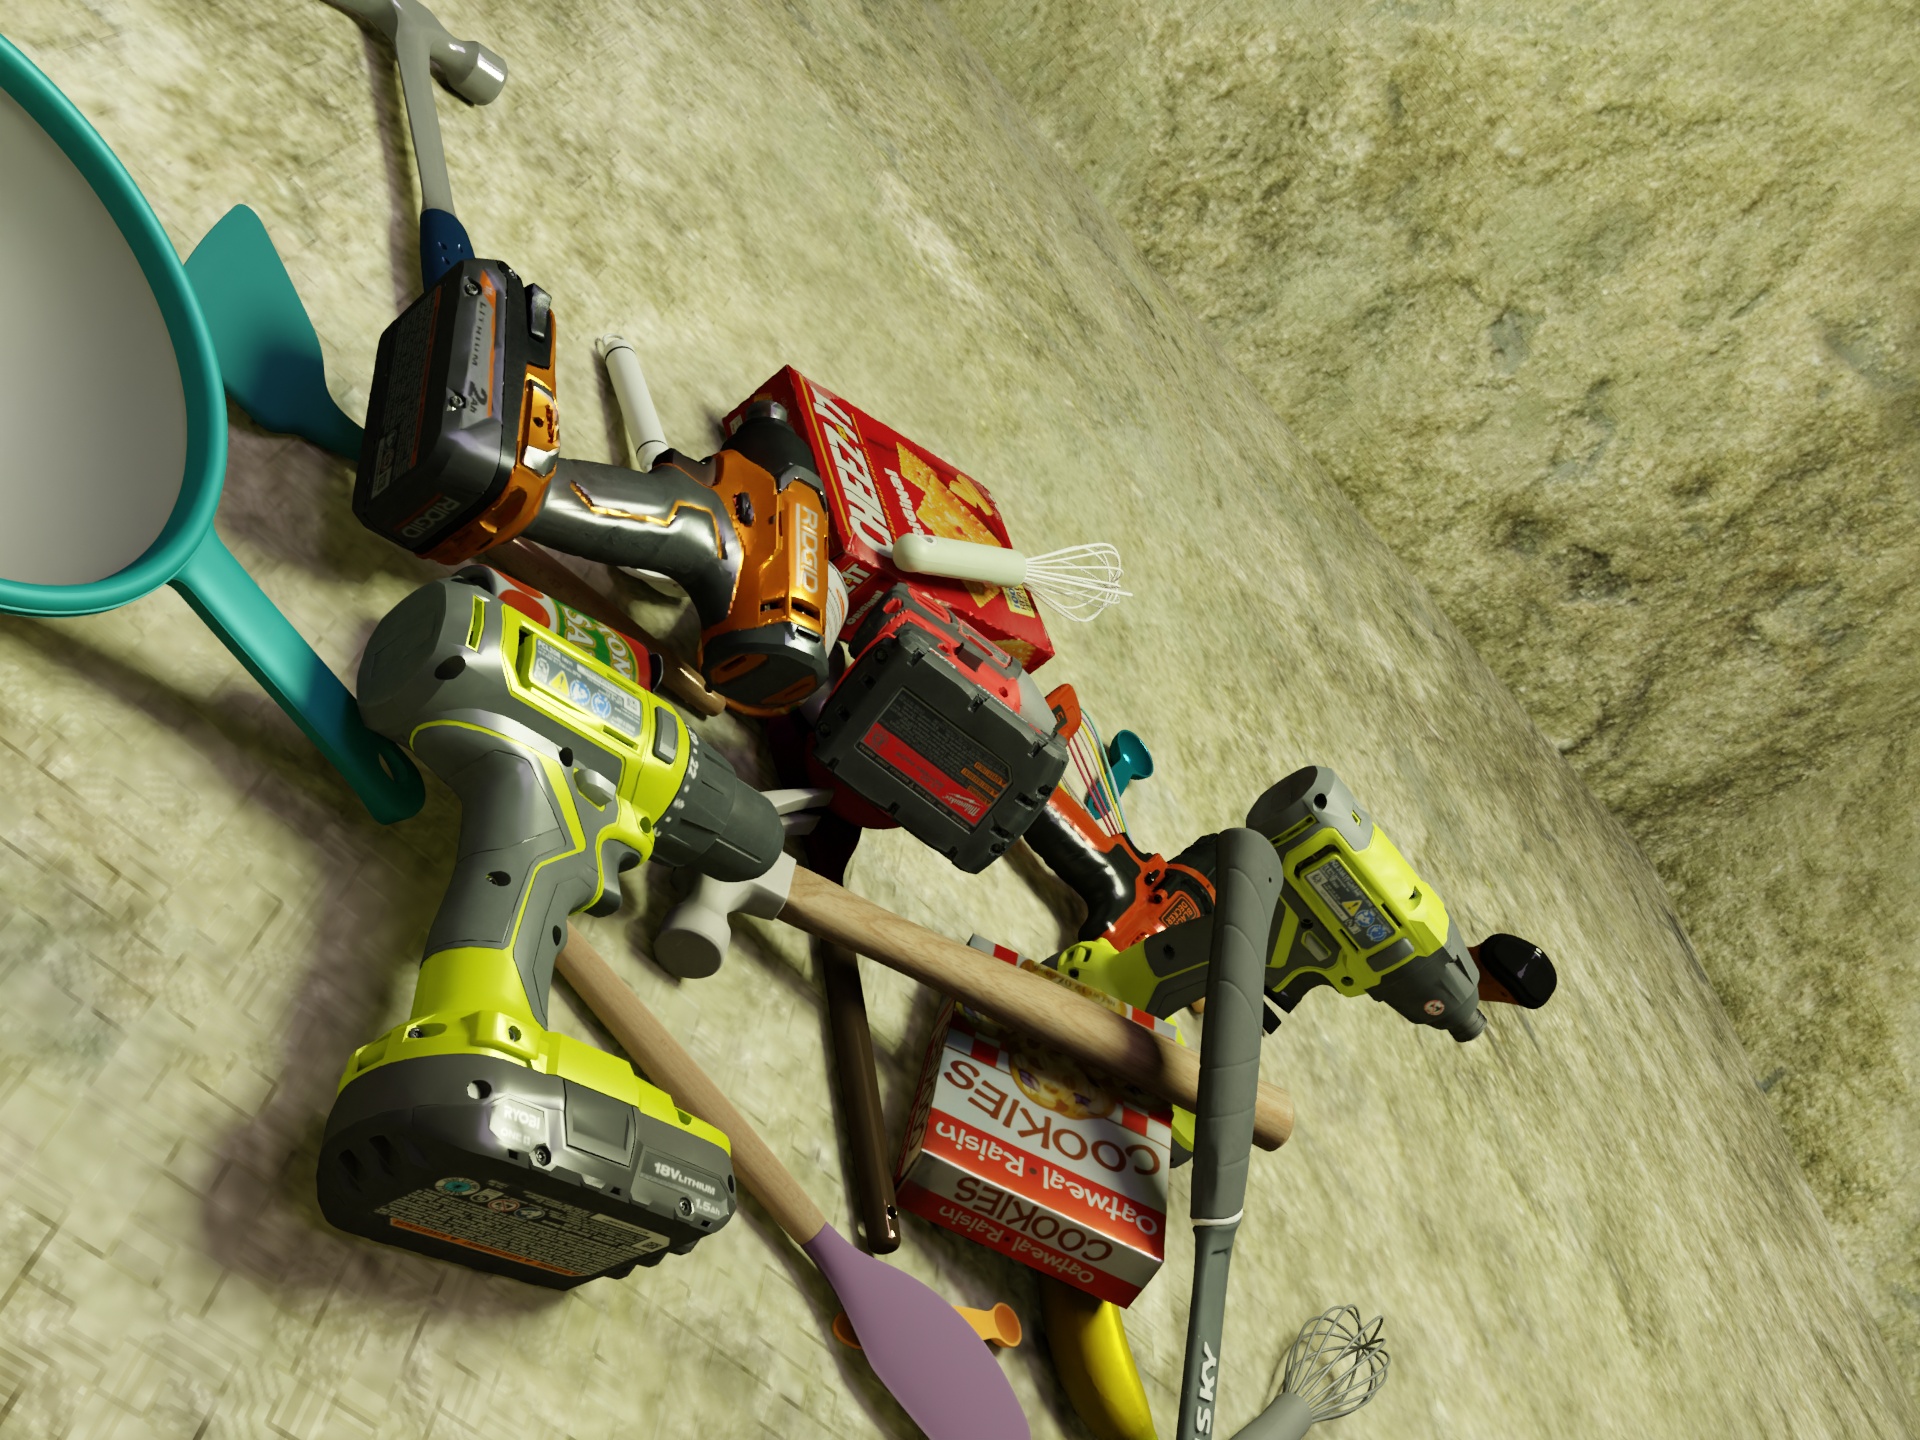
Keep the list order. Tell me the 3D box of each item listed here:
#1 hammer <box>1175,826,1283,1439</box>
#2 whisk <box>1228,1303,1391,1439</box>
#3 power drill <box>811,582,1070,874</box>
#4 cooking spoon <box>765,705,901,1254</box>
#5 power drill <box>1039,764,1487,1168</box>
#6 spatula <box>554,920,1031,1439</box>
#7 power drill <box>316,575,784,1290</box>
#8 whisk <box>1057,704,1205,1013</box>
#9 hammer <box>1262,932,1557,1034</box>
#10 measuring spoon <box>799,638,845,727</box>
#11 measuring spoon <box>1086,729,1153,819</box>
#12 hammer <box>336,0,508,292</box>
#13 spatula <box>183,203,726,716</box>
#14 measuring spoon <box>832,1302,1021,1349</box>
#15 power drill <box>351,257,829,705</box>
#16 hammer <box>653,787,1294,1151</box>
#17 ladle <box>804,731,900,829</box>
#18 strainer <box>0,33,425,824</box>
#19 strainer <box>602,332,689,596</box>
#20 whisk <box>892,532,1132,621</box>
[{"bbox_3d":[0.107,0.236,0.699,0.149,0.036,0.409,39,51,-41],"label":"hammer"},{"bbox_3d":[0.177,0.366,0.841,0.239,0.055,0.055,-3,60,-58],"label":"whisk"},{"bbox_3d":[-0.001,-0.003,0.870,0.143,0.078,0.220,37,12,-6],"label":"power drill"},{"bbox_3d":[-0.061,0.109,0.783,0.068,0.017,0.319,33,30,-40],"label":"cooking spoon"},{"bbox_3d":[0.162,0.149,0.880,0.171,0.223,0.080,50,24,-8],"label":"power drill"},{"bbox_3d":[-0.075,0.187,0.645,0.316,0.018,0.060,50,29,-4],"label":"spatula"},{"bbox_3d":[-0.136,0.078,0.581,0.190,0.080,0.229,37,36,-41],"label":"power drill"},{"bbox_3d":[0.116,0.089,1.104,0.245,0.051,0.047,61,19,9],"label":"whisk"},{"bbox_3d":[0.252,0.157,1.004,0.127,0.034,0.337,51,-19,-10],"label":"hammer"},{"bbox_3d":[-0.074,-0.026,0.926,0.034,0.018,0.124,44,19,-18],"label":"measuring spoon"},{"bbox_3d":[0.112,0.046,1.191,0.042,0.021,0.129,52,33,-5],"label":"measuring spoon"},{"bbox_3d":[-0.289,-0.279,0.866,0.144,0.035,0.406,25,37,-48],"label":"hammer"},{"bbox_3d":[-0.221,-0.096,0.736,0.317,0.044,0.082,40,41,-31],"label":"spatula"},{"bbox_3d":[-0.014,0.260,0.680,0.116,0.011,0.021,21,40,-45],"label":"measuring spoon"},{"bbox_3d":[-0.152,-0.116,0.737,0.226,0.084,0.164,25,52,-42],"label":"power drill"},{"bbox_3d":[0.018,0.128,0.765,0.331,0.031,0.130,27,33,-13],"label":"hammer"},{"bbox_3d":[-0.023,0.016,0.945,0.069,0.031,0.315,46,18,6],"label":"ladle"},{"bbox_3d":[-0.309,-0.074,0.515,0.211,0.095,0.340,-91,158,-49],"label":"strainer"},{"bbox_3d":[-0.169,-0.141,0.895,0.087,0.050,0.259,-12,51,-16],"label":"strainer"},{"bbox_3d":[0.038,-0.097,1.036,0.058,0.059,0.246,30,17,34],"label":"whisk"}]
